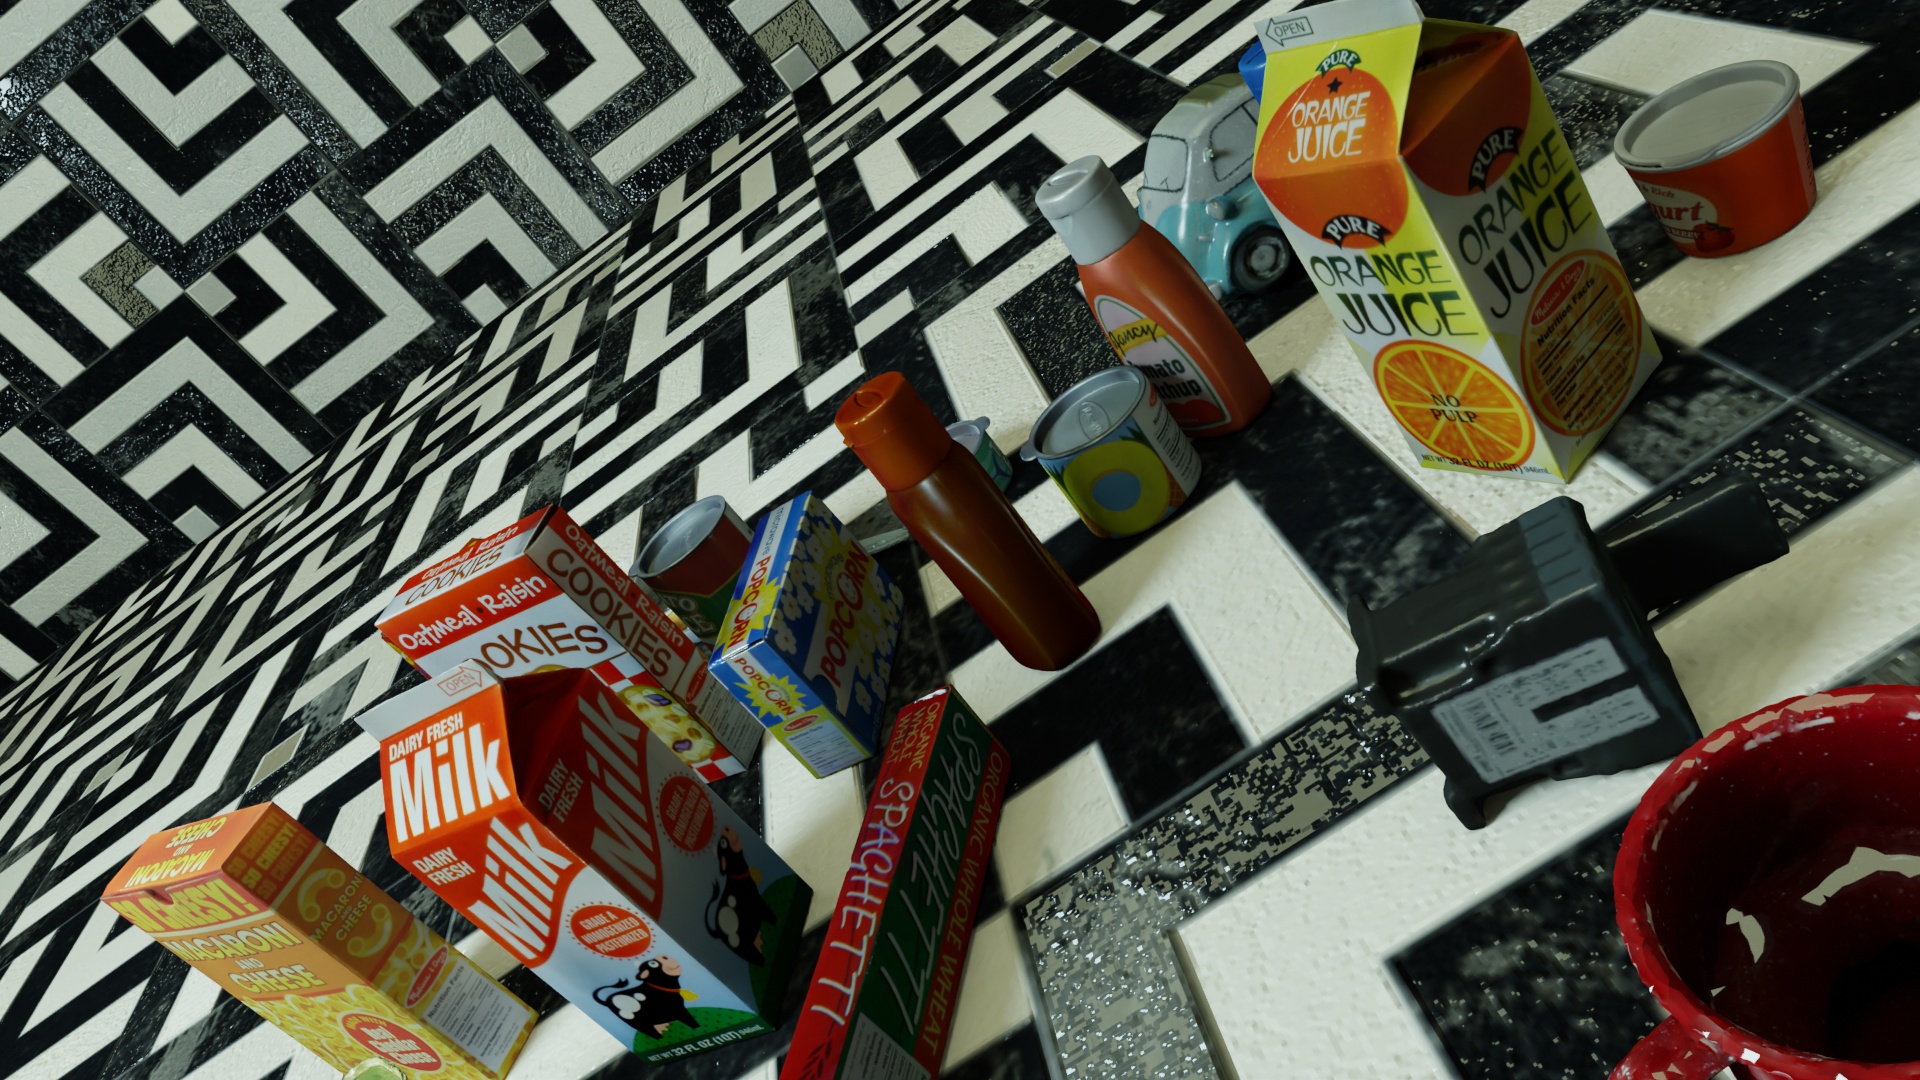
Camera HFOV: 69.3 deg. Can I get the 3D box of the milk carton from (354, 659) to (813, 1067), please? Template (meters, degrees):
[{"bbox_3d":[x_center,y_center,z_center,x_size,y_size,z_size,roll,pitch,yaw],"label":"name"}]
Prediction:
[{"bbox_3d":[-0.149,0.121,0.553,0.072,0.190,0.074,-25,29,26],"label":"milk carton"}]

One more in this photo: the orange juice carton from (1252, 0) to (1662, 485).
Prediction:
[{"bbox_3d":[0.178,-0.116,0.513,0.073,0.192,0.072,-47,27,-16],"label":"orange juice carton"}]

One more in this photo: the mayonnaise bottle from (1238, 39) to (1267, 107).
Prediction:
[{"bbox_3d":[0.180,-0.168,0.643,0.064,0.147,0.041,-36,26,7],"label":"mayonnaise bottle"}]

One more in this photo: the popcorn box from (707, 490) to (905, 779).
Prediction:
[{"bbox_3d":[-0.073,0.044,0.697,0.038,0.085,0.127,-27,28,22],"label":"popcorn box"}]

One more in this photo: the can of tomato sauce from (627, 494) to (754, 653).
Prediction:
[{"bbox_3d":[-0.139,0.027,0.810,0.071,0.083,0.071,-30,27,17],"label":"can of tomato sauce"}]

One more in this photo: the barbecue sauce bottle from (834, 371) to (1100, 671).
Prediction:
[{"bbox_3d":[0.002,-0.008,0.613,0.044,0.148,0.065,-42,26,-7],"label":"barbecue sauce bottle"}]

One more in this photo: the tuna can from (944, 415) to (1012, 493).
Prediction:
[{"bbox_3d":[-0.003,-0.037,0.797,0.071,0.032,0.071,-30,28,17],"label":"tuna can"}]

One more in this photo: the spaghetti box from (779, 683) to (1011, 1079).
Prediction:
[{"bbox_3d":[-0.026,0.158,0.496,0.028,0.050,0.251,-23,30,30],"label":"spaghetti box"}]

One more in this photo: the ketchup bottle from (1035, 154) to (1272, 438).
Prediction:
[{"bbox_3d":[0.091,-0.116,0.673,0.044,0.148,0.064,-50,28,-22],"label":"ketchup bottle"}]

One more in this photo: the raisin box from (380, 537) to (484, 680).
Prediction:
[{"bbox_3d":[-0.292,0.070,0.890,0.040,0.123,0.086,-1,45,51],"label":"raisin box"}]

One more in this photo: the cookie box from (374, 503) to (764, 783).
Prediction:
[{"bbox_3d":[-0.202,0.069,0.728,0.122,0.167,0.040,-22,31,31],"label":"cookie box"}]

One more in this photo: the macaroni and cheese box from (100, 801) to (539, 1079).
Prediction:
[{"bbox_3d":[-0.299,0.196,0.650,0.123,0.166,0.040,-18,33,36],"label":"macaroni and cheese box"}]

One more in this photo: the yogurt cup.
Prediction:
[{"bbox_3d":[0.309,-0.152,0.562,0.072,0.054,0.073,-30,27,17],"label":"yogurt cup"}]

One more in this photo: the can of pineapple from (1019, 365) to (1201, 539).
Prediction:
[{"bbox_3d":[0.074,-0.042,0.679,0.071,0.057,0.071,-30,27,17],"label":"can of pineapple"}]
